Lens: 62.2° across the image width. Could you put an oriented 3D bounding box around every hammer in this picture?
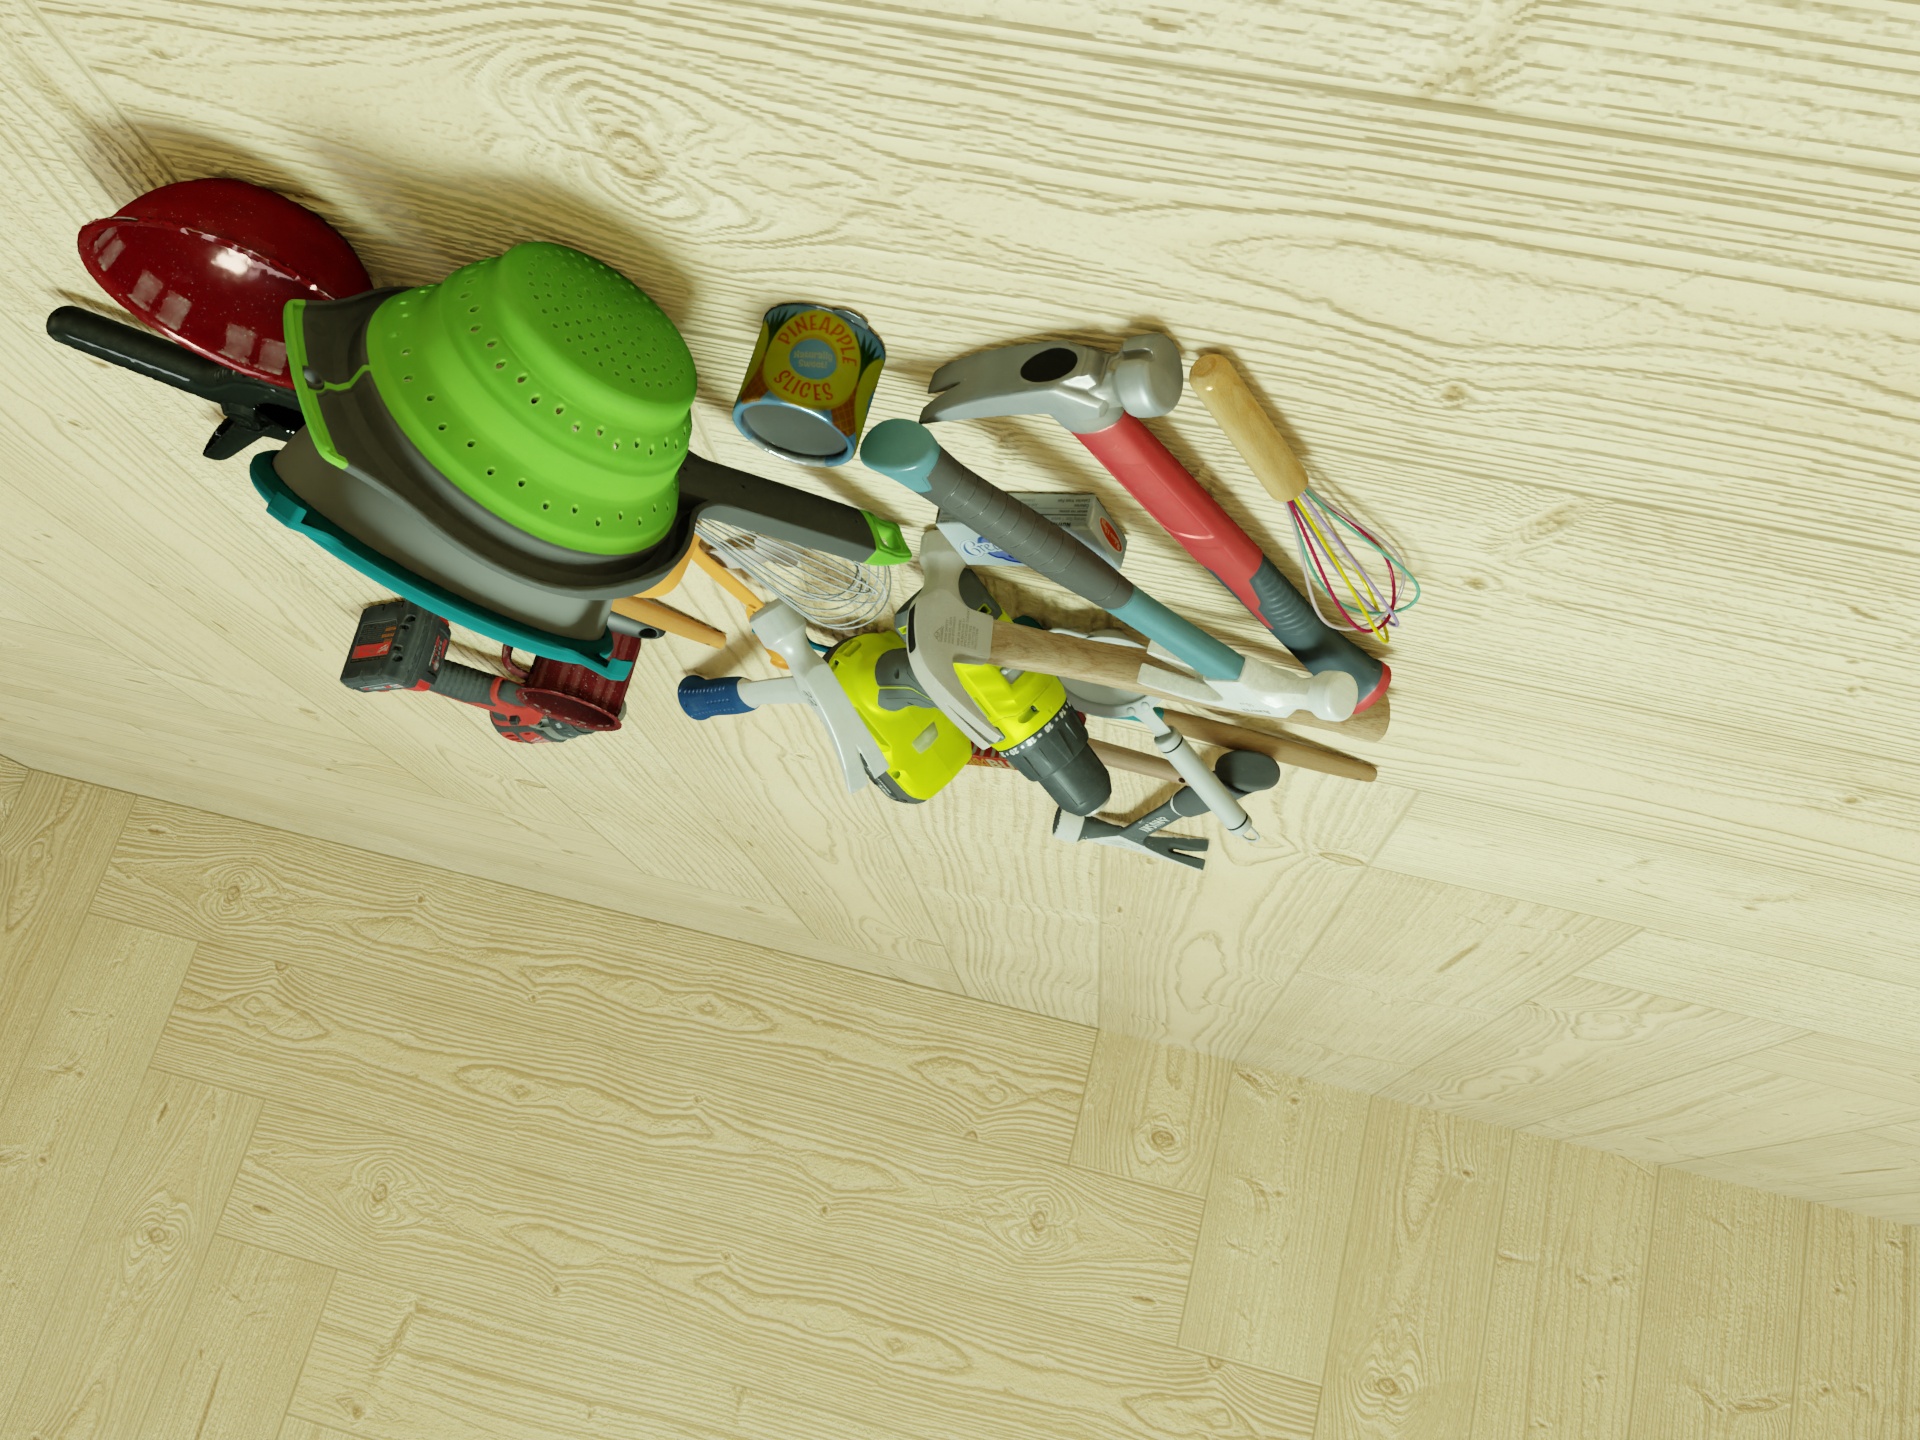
[{"bbox_3d":[-0.162,-0.016,1.255,0.144,0.035,0.405,59,162,-11],"label":"hammer"},{"bbox_3d":[0.079,-0.077,0.895,0.330,0.033,0.128,29,166,-35],"label":"hammer"},{"bbox_3d":[0.137,-0.094,0.901,0.143,0.038,0.385,2,159,38],"label":"hammer"},{"bbox_3d":[0.126,-0.028,1.028,0.331,0.130,0.031,11,162,-14],"label":"hammer"},{"bbox_3d":[0.189,0.077,1.352,0.149,0.036,0.409,15,167,-5],"label":"hammer"}]

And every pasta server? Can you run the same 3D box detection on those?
[{"bbox_3d":[0.041,0.012,1.247,0.316,0.040,0.060,15,136,28],"label":"pasta server"}]

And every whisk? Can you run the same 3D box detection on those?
[{"bbox_3d":[0.180,-0.108,0.819,0.051,0.047,0.244,3,156,37],"label":"whisk"},{"bbox_3d":[-0.173,-0.135,1.003,0.284,0.070,0.070,25,161,-13],"label":"whisk"},{"bbox_3d":[-0.345,-0.106,1.257,0.238,0.055,0.055,18,163,-25],"label":"whisk"}]

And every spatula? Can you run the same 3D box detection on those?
[{"bbox_3d":[-0.317,-0.122,1.223,0.322,0.041,0.081,22,162,-35],"label":"spatula"},{"bbox_3d":[0.172,-0.007,1.175,0.317,0.044,0.082,15,162,-17],"label":"spatula"}]

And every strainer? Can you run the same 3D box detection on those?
[{"bbox_3d":[-0.287,-0.147,0.921,0.210,0.095,0.341,27,-170,-30],"label":"strainer"},{"bbox_3d":[0.141,0.007,1.121,0.087,0.050,0.258,-20,126,35],"label":"strainer"}]

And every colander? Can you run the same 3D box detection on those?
[{"bbox_3d":[-0.145,-0.156,0.848,0.396,0.205,0.094,11,136,-48],"label":"colander"}]

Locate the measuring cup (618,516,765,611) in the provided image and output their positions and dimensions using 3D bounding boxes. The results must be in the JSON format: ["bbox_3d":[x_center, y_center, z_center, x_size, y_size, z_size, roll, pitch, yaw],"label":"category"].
[{"bbox_3d":[-0.203,-0.101,1.115,0.095,0.052,0.173,1,152,43],"label":"measuring cup"}]

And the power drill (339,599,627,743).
[{"bbox_3d":[-0.446,-0.036,1.513,0.188,0.080,0.226,-2,159,44],"label":"power drill"}]

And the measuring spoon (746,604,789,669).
[{"bbox_3d":[-0.152,-0.069,1.275,0.021,0.011,0.116,12,159,11],"label":"measuring spoon"}]

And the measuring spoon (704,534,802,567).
[{"bbox_3d":[-0.146,-0.120,1.105,0.034,0.018,0.124,39,160,-30],"label":"measuring spoon"}]

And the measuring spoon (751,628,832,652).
[{"bbox_3d":[-0.102,-0.064,1.242,0.128,0.021,0.042,15,171,-31],"label":"measuring spoon"}]

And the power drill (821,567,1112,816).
[{"bbox_3d":[-0.002,-0.004,1.137,0.190,0.080,0.228,51,154,-13],"label":"power drill"}]
